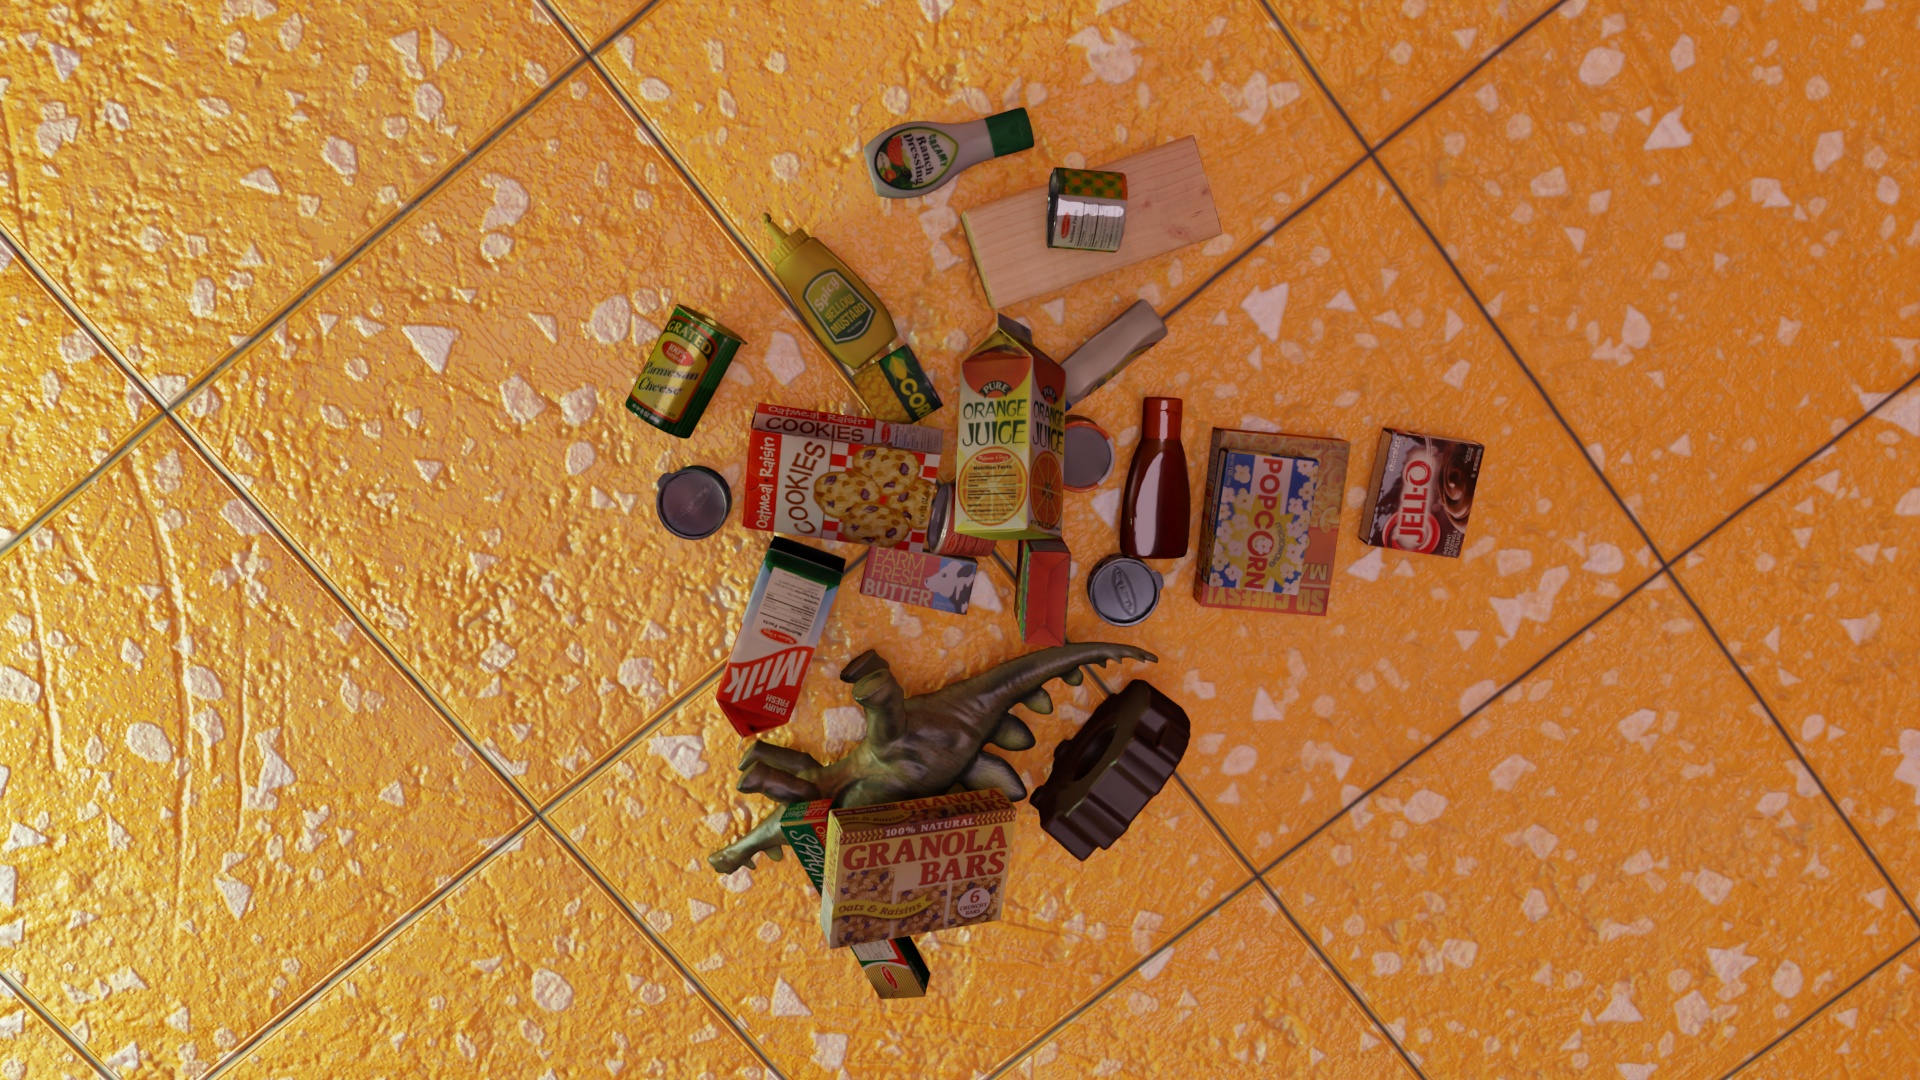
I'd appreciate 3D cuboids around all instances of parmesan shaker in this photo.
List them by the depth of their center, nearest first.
[{"bbox_3d":[-0.245,-0.149,1.239,0.071,0.071,0.103,29,98,-8],"label":"parmesan shaker"}]

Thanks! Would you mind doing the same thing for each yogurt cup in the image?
[{"bbox_3d":[0.005,-0.016,1.279,0.054,0.072,0.072,11,100,-13],"label":"yogurt cup"}]

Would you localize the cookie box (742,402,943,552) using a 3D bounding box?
[{"bbox_3d":[-0.107,-0.054,1.247,0.167,0.040,0.122,8,134,-5],"label":"cookie box"}]

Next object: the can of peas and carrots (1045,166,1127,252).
[{"bbox_3d":[0.103,-0.274,1.146,0.059,0.071,0.070,4,100,-4],"label":"can of peas and carrots"}]

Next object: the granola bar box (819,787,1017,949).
[{"bbox_3d":[-0.039,0.291,1.241,0.166,0.039,0.123,-3,114,-23],"label":"granola bar box"}]

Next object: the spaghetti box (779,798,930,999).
[{"bbox_3d":[-0.095,0.336,1.289,0.050,0.029,0.249,-11,122,21],"label":"spaghetti box"}]

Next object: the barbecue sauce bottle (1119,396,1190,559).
[{"bbox_3d":[0.184,-0.058,1.290,0.065,0.044,0.148,-1,100,-18],"label":"barbecue sauce bottle"}]

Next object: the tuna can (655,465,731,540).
[{"bbox_3d":[-0.246,-0.037,1.277,0.071,0.033,0.071,-1,100,-3],"label":"tuna can"}]

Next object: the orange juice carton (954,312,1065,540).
[{"bbox_3d":[0.045,-0.099,1.216,0.073,0.072,0.193,-2,83,29],"label":"orange juice carton"}]

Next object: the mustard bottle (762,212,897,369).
[{"bbox_3d":[-0.126,-0.228,1.241,0.065,0.049,0.160,-41,100,1],"label":"mustard bottle"}]

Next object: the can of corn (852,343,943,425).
[{"bbox_3d":[-0.056,-0.133,1.251,0.058,0.071,0.071,-30,100,4],"label":"can of corn"}]

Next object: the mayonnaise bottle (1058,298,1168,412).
[{"bbox_3d":[0.120,-0.158,1.262,0.148,0.065,0.041,-39,84,8],"label":"mayonnaise bottle"}]

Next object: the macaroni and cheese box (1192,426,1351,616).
[{"bbox_3d":[0.291,-0.018,1.305,0.124,0.040,0.166,5,99,-3],"label":"macaroni and cheese box"}]

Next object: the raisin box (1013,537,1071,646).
[{"bbox_3d":[0.074,0.038,1.261,0.040,0.123,0.086,2,101,-3],"label":"raisin box"}]

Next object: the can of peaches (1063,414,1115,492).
[{"bbox_3d":[0.104,-0.080,1.275,0.071,0.058,0.071,-1,101,-3],"label":"can of peaches"}]

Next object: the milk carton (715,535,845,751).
[{"bbox_3d":[-0.172,0.099,1.286,0.073,0.072,0.190,20,97,-6],"label":"milk carton"}]

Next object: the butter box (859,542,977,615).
[{"bbox_3d":[-0.040,0.034,1.305,0.103,0.024,0.053,11,99,-5],"label":"butter box"}]

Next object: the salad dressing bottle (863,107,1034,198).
[{"bbox_3d":[-0.010,-0.346,1.229,0.148,0.044,0.064,-16,102,0],"label":"salad dressing bottle"}]

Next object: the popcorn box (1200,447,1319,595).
[{"bbox_3d":[0.271,-0.018,1.262,0.085,0.038,0.126,6,99,-4],"label":"popcorn box"}]

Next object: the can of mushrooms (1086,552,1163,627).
[{"bbox_3d":[0.155,0.045,1.312,0.071,0.033,0.071,0,100,-2],"label":"can of mushrooms"}]
